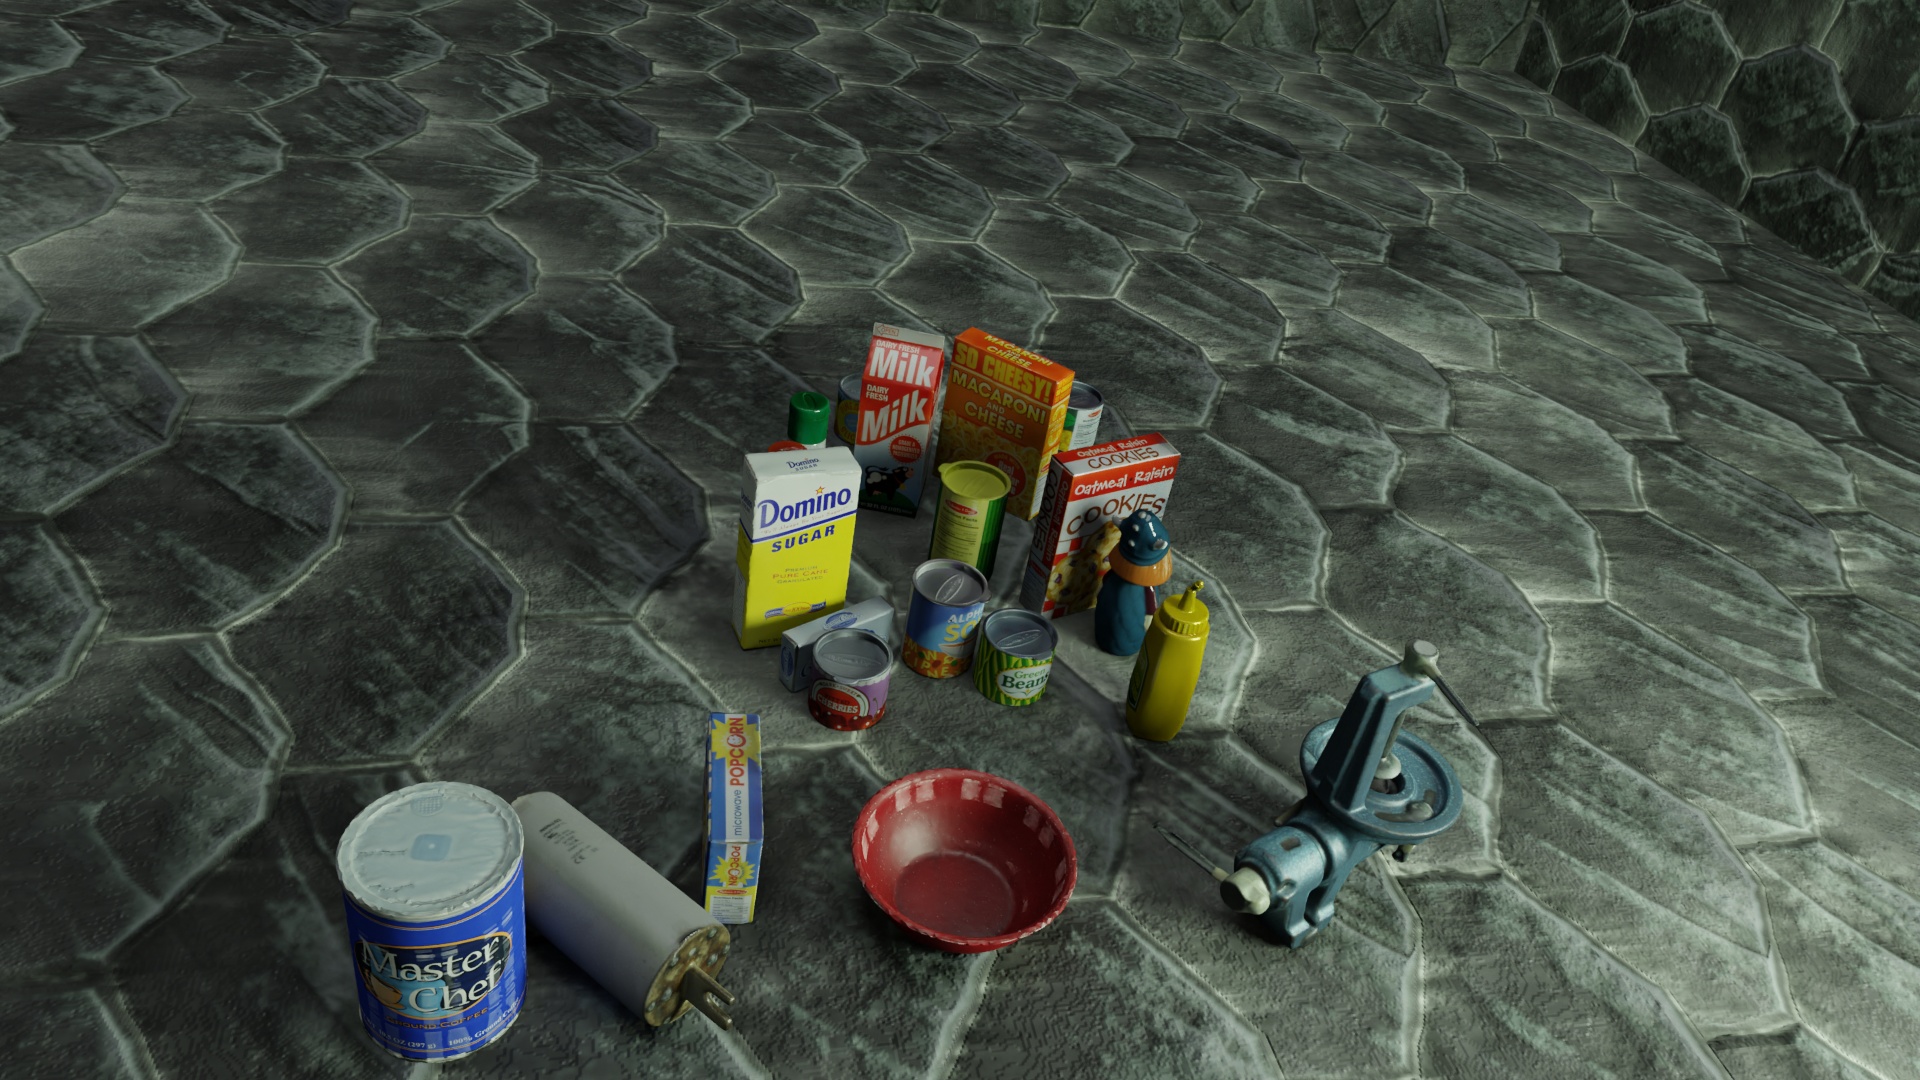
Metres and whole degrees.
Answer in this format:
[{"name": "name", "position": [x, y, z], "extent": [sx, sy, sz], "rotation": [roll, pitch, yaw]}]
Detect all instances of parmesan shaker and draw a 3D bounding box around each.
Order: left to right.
[{"name": "parmesan shaker", "position": [0.005, -0.017, 1.319], "extent": [0.071, 0.102, 0.072], "rotation": [7, 35, -5]}]

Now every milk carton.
[{"name": "milk carton", "position": [-0.062, -0.125, 1.379], "extent": [0.072, 0.189, 0.074], "rotation": [11, 35, 1]}]

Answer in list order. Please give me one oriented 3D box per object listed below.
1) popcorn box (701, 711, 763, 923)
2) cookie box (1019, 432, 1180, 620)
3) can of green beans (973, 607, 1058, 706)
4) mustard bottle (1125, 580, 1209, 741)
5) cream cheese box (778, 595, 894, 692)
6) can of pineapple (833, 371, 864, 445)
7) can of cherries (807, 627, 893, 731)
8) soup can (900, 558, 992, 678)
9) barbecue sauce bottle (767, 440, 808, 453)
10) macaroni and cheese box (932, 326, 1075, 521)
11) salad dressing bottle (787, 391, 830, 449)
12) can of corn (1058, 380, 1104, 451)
[{"name": "popcorn box", "position": [-0.164, 0.196, 0.990], "extent": [0.038, 0.084, 0.127], "rotation": [2, 36, -12]}, {"name": "cookie box", "position": [0.127, -0.013, 1.290], "extent": [0.123, 0.166, 0.040], "rotation": [-13, 41, -30]}, {"name": "can of green beans", "position": [0.047, 0.101, 1.203], "extent": [0.071, 0.057, 0.071], "rotation": [7, 35, -5]}, {"name": "mustard bottle", "position": [0.176, 0.094, 1.159], "extent": [0.049, 0.159, 0.065], "rotation": [8, 35, -4]}, {"name": "cream cheese box", "position": [-0.105, 0.088, 1.186], "extent": [0.104, 0.053, 0.024], "rotation": [-20, 45, -36]}, {"name": "can of pineapple", "position": [-0.103, -0.141, 1.507], "extent": [0.071, 0.057, 0.071], "rotation": [7, 35, -5]}, {"name": "can of cherries", "position": [-0.093, 0.116, 1.145], "extent": [0.071, 0.058, 0.072], "rotation": [7, 35, -5]}, {"name": "soup can", "position": [-0.013, 0.070, 1.210], "extent": [0.071, 0.083, 0.072], "rotation": [7, 35, -5]}, {"name": "barbecue sauce bottle", "position": [-0.159, -0.017, 1.237], "extent": [0.065, 0.147, 0.044], "rotation": [-10, 39, -27]}, {"name": "macaroni and cheese box", "position": [0.041, -0.119, 1.419], "extent": [0.124, 0.165, 0.040], "rotation": [27, 38, 22]}, {"name": "salad dressing bottle", "position": [-0.149, -0.070, 1.315], "extent": [0.044, 0.146, 0.064], "rotation": [-5, 38, -21]}, {"name": "can of corn", "position": [0.123, -0.142, 1.567], "extent": [0.071, 0.058, 0.071], "rotation": [7, 35, -5]}]
